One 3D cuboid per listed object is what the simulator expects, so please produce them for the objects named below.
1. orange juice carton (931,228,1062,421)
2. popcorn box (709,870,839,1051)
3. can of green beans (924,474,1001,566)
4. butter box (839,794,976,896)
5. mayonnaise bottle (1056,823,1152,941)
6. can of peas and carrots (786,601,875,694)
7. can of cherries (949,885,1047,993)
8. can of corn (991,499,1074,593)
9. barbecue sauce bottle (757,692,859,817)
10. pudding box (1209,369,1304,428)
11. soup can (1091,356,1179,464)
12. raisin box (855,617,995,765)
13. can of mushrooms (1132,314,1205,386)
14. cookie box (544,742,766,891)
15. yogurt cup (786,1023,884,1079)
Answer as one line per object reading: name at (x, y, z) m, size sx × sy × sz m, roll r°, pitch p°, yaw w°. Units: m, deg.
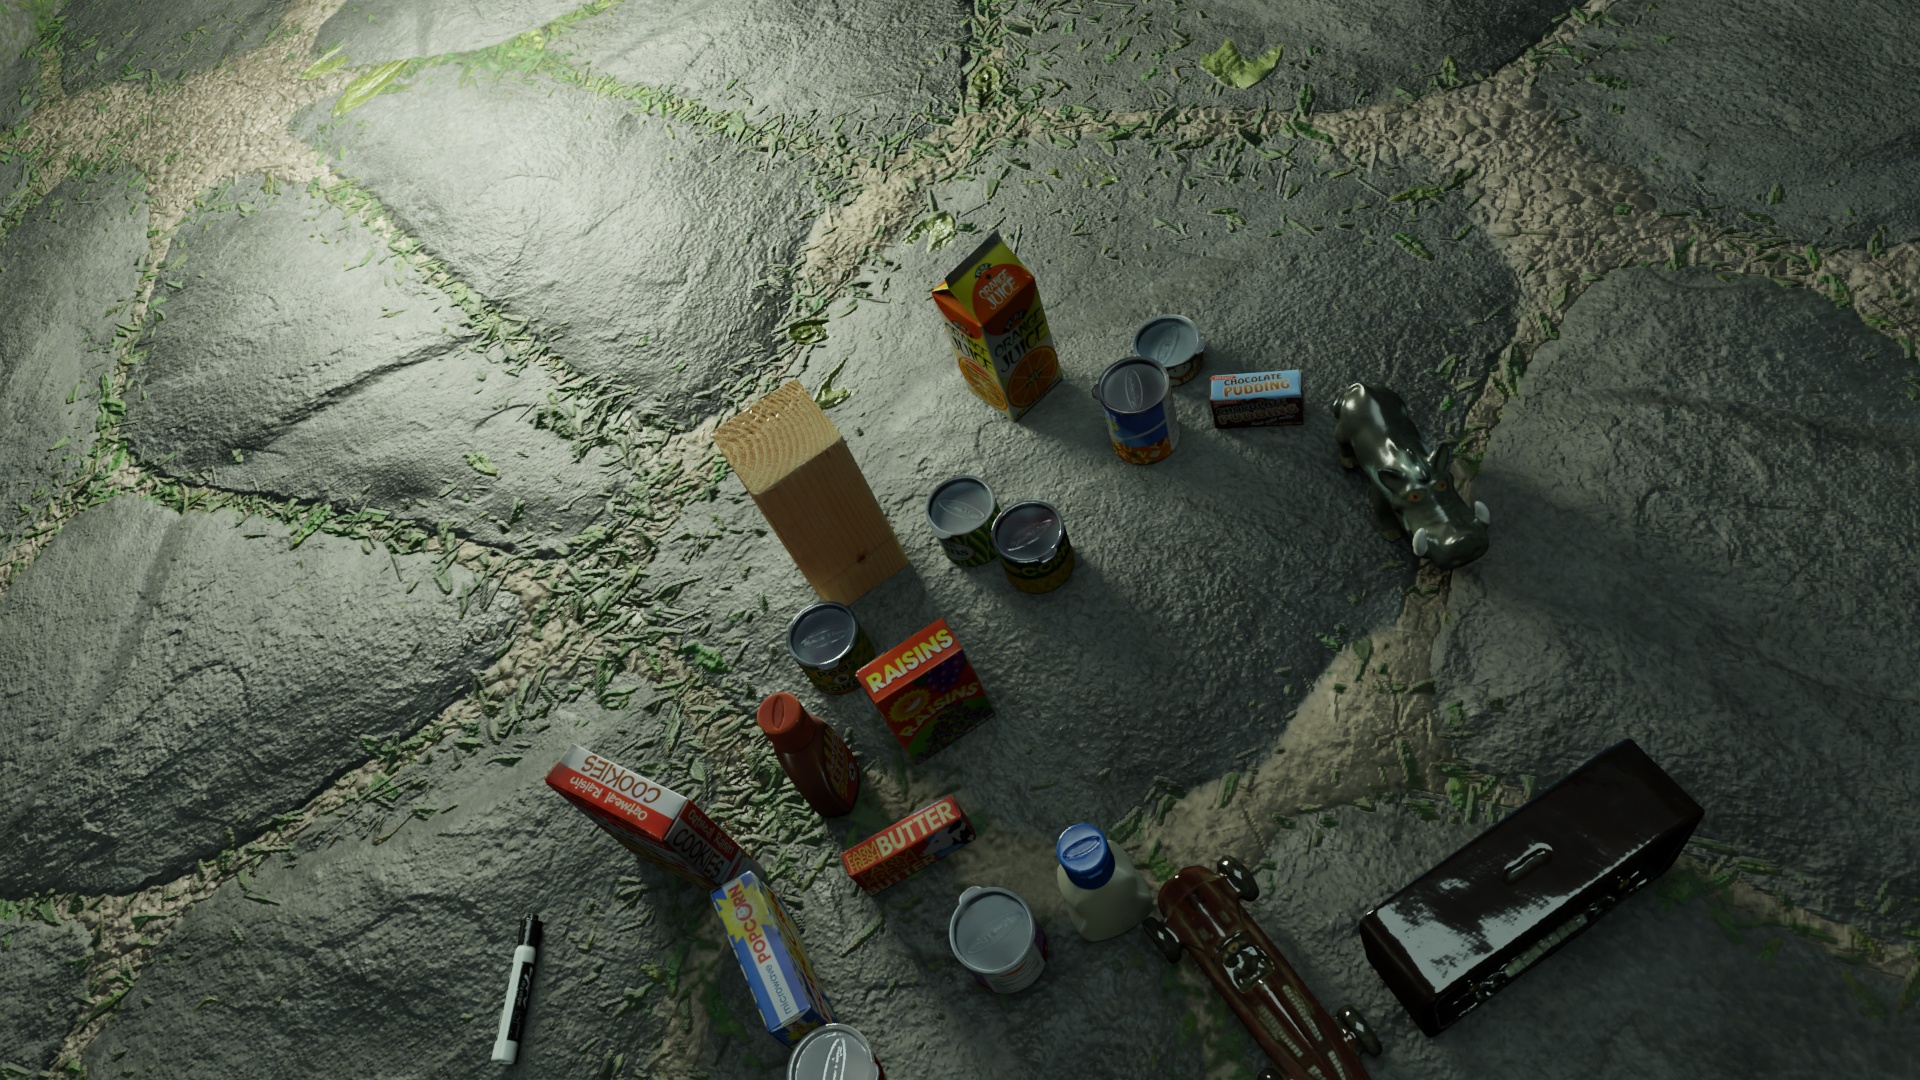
orange juice carton at (0.032, -0.207, 1.318) m, size 0.072 × 0.192 × 0.073 m, roll -44°, pitch 57°, yaw -13°
popcorn box at (-0.143, 0.330, 1.082) m, size 0.038 × 0.085 × 0.127 m, roll -31°, pitch 55°, yaw -4°
can of green beans at (0.006, -0.018, 1.285) m, size 0.071 × 0.057 × 0.071 m, roll -8°, pitch 56°, yaw 11°
butter box at (-0.042, 0.248, 1.127) m, size 0.103 × 0.053 × 0.024 m, roll -28°, pitch 55°, yaw -3°
mayonnaise bottle at (0.102, 0.251, 1.025) m, size 0.065 × 0.147 × 0.041 m, roll -27°, pitch 55°, yaw -2°
can of peas and carrots at (-0.114, 0.099, 1.242) m, size 0.071 × 0.058 × 0.071 m, roll -8°, pitch 56°, yaw 11°
can of cherries at (0.029, 0.305, 1.066) m, size 0.071 × 0.058 × 0.072 m, roll -8°, pitch 56°, yaw 11°
can of corn at (0.067, 0.008, 1.250) m, size 0.071 × 0.058 × 0.071 m, roll -8°, pitch 56°, yaw 11°
barbecue sauce bottle at (-0.125, 0.173, 1.142) m, size 0.043 × 0.148 × 0.065 m, roll -9°, pitch 56°, yaw 11°
pudding box at (0.275, -0.131, 1.286) m, size 0.084 × 0.049 × 0.030 m, roll -2°, pitch 58°, yaw 15°
soup can at (0.164, -0.119, 1.290) m, size 0.071 × 0.083 × 0.072 m, roll -8°, pitch 56°, yaw 12°
raisin box at (-0.027, 0.127, 1.159) m, size 0.086 × 0.123 × 0.040 m, roll -32°, pitch 55°, yaw -5°
can of mushrooms at (0.205, -0.184, 1.351) m, size 0.071 × 0.033 × 0.071 m, roll -7°, pitch 56°, yaw 11°
cookie box at (-0.244, 0.234, 1.125) m, size 0.123 × 0.166 × 0.040 m, roll 18°, pitch 65°, yaw 26°
yogurt cup at (-0.090, 0.402, 1.039) m, size 0.072 × 0.053 × 0.073 m, roll -8°, pitch 56°, yaw 11°
